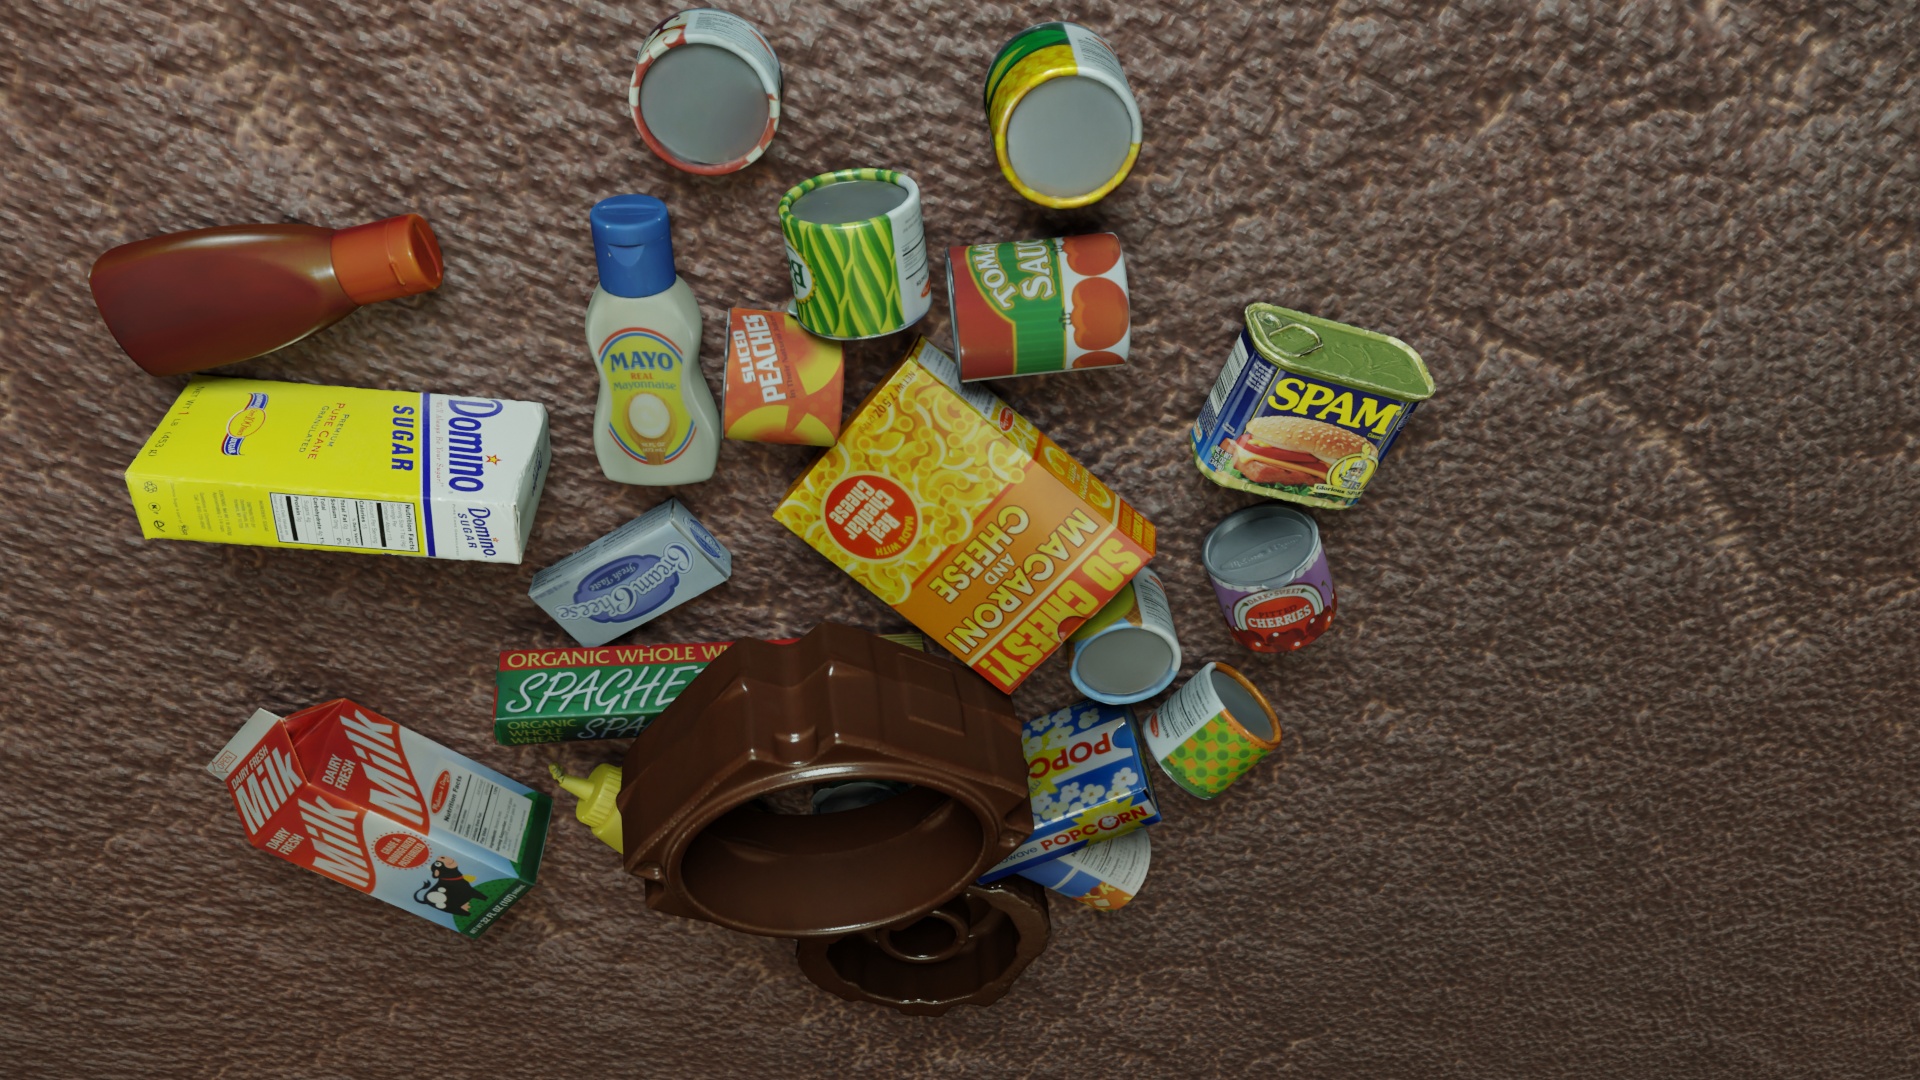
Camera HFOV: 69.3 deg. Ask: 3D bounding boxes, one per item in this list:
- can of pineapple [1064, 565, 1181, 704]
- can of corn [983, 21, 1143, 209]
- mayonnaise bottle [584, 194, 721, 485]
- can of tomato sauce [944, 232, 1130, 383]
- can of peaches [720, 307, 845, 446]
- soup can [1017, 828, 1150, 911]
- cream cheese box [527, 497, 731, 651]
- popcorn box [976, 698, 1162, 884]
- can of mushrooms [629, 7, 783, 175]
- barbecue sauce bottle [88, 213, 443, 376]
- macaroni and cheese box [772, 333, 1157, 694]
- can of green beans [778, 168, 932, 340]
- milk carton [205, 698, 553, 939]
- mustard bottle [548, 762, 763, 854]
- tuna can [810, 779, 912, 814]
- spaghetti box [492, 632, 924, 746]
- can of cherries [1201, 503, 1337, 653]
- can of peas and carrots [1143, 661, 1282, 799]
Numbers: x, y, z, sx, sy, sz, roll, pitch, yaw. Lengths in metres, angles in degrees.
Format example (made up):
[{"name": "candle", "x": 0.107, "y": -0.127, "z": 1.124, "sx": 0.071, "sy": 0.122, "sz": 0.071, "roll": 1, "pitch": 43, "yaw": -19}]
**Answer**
[{"name": "can of pineapple", "x": 0.091, "y": 0.055, "z": 0.819, "sx": 0.071, "sy": 0.058, "sz": 0.070, "roll": -2, "pitch": 128, "yaw": -3}, {"name": "can of corn", "x": 0.044, "y": -0.189, "z": 0.625, "sx": 0.071, "sy": 0.058, "sz": 0.070, "roll": -2, "pitch": 128, "yaw": -3}, {"name": "mayonnaise bottle", "x": -0.156, "y": -0.096, "z": 0.691, "sx": 0.065, "sy": 0.041, "sz": 0.147, "roll": 0, "pitch": 128, "yaw": -2}, {"name": "can of tomato sauce", "x": 0.037, "y": -0.115, "z": 0.677, "sx": 0.083, "sy": 0.071, "sz": 0.070, "roll": -6, "pitch": 128, "yaw": -1}, {"name": "can of peaches", "x": -0.088, "y": -0.081, "z": 0.690, "sx": 0.058, "sy": 0.071, "sz": 0.070, "roll": 4, "pitch": 127, "yaw": -9}, {"name": "soup can", "x": 0.074, "y": 0.204, "z": 0.930, "sx": 0.083, "sy": 0.072, "sz": 0.071, "roll": 30, "pitch": 120, "yaw": -25}, {"name": "cream cheese box", "x": -0.188, "y": 0.020, "z": 0.789, "sx": 0.103, "sy": 0.024, "sz": 0.053, "roll": -27, "pitch": 127, "yaw": 15}, {"name": "popcorn box", "x": 0.056, "y": 0.155, "z": 0.876, "sx": 0.126, "sy": 0.085, "sz": 0.038, "roll": -22, "pitch": 127, "yaw": 12}, {"name": "can of mushrooms", "x": -0.114, "y": -0.198, "z": 0.621, "sx": 0.071, "sy": 0.034, "sz": 0.070, "roll": -3, "pitch": 128, "yaw": -4}, {"name": "barbecue sauce bottle", "x": -0.323, "y": -0.121, "z": 0.656, "sx": 0.148, "sy": 0.044, "sz": 0.064, "roll": -11, "pitch": 128, "yaw": 3}, {"name": "macaroni and cheese box", "x": 0.003, "y": -0.009, "z": 0.745, "sx": 0.166, "sy": 0.040, "sz": 0.123, "roll": 38, "pitch": 117, "yaw": -10}, {"name": "can of green beans", "x": -0.049, "y": -0.136, "z": 0.654, "sx": 0.071, "sy": 0.071, "sz": 0.057, "roll": -7, "pitch": 128, "yaw": 0}, {"name": "milk carton", "x": -0.357, "y": 0.165, "z": 0.856, "sx": 0.190, "sy": 0.074, "sz": 0.072, "roll": 35, "pitch": 118, "yaw": -27}, {"name": "mustard bottle", "x": -0.196, "y": 0.182, "z": 0.899, "sx": 0.160, "sy": 0.049, "sz": 0.065, "roll": 29, "pitch": 119, "yaw": -25}, {"name": "tuna can", "x": -0.066, "y": 0.168, "z": 0.910, "sx": 0.071, "sy": 0.033, "sz": 0.070, "roll": -2, "pitch": 128, "yaw": -3}, {"name": "spaghetti box", "x": -0.142, "y": 0.086, "z": 0.810, "sx": 0.250, "sy": 0.050, "sz": 0.028, "roll": -2, "pitch": 139, "yaw": -12}, {"name": "can of cherries", "x": 0.177, "y": 0.024, "z": 0.794, "sx": 0.071, "sy": 0.072, "sz": 0.058, "roll": -19, "pitch": 127, "yaw": 10}, {"name": "can of peas and carrots", "x": 0.160, "y": 0.120, "z": 0.871, "sx": 0.071, "sy": 0.071, "sz": 0.058, "roll": 30, "pitch": 119, "yaw": -25}]
